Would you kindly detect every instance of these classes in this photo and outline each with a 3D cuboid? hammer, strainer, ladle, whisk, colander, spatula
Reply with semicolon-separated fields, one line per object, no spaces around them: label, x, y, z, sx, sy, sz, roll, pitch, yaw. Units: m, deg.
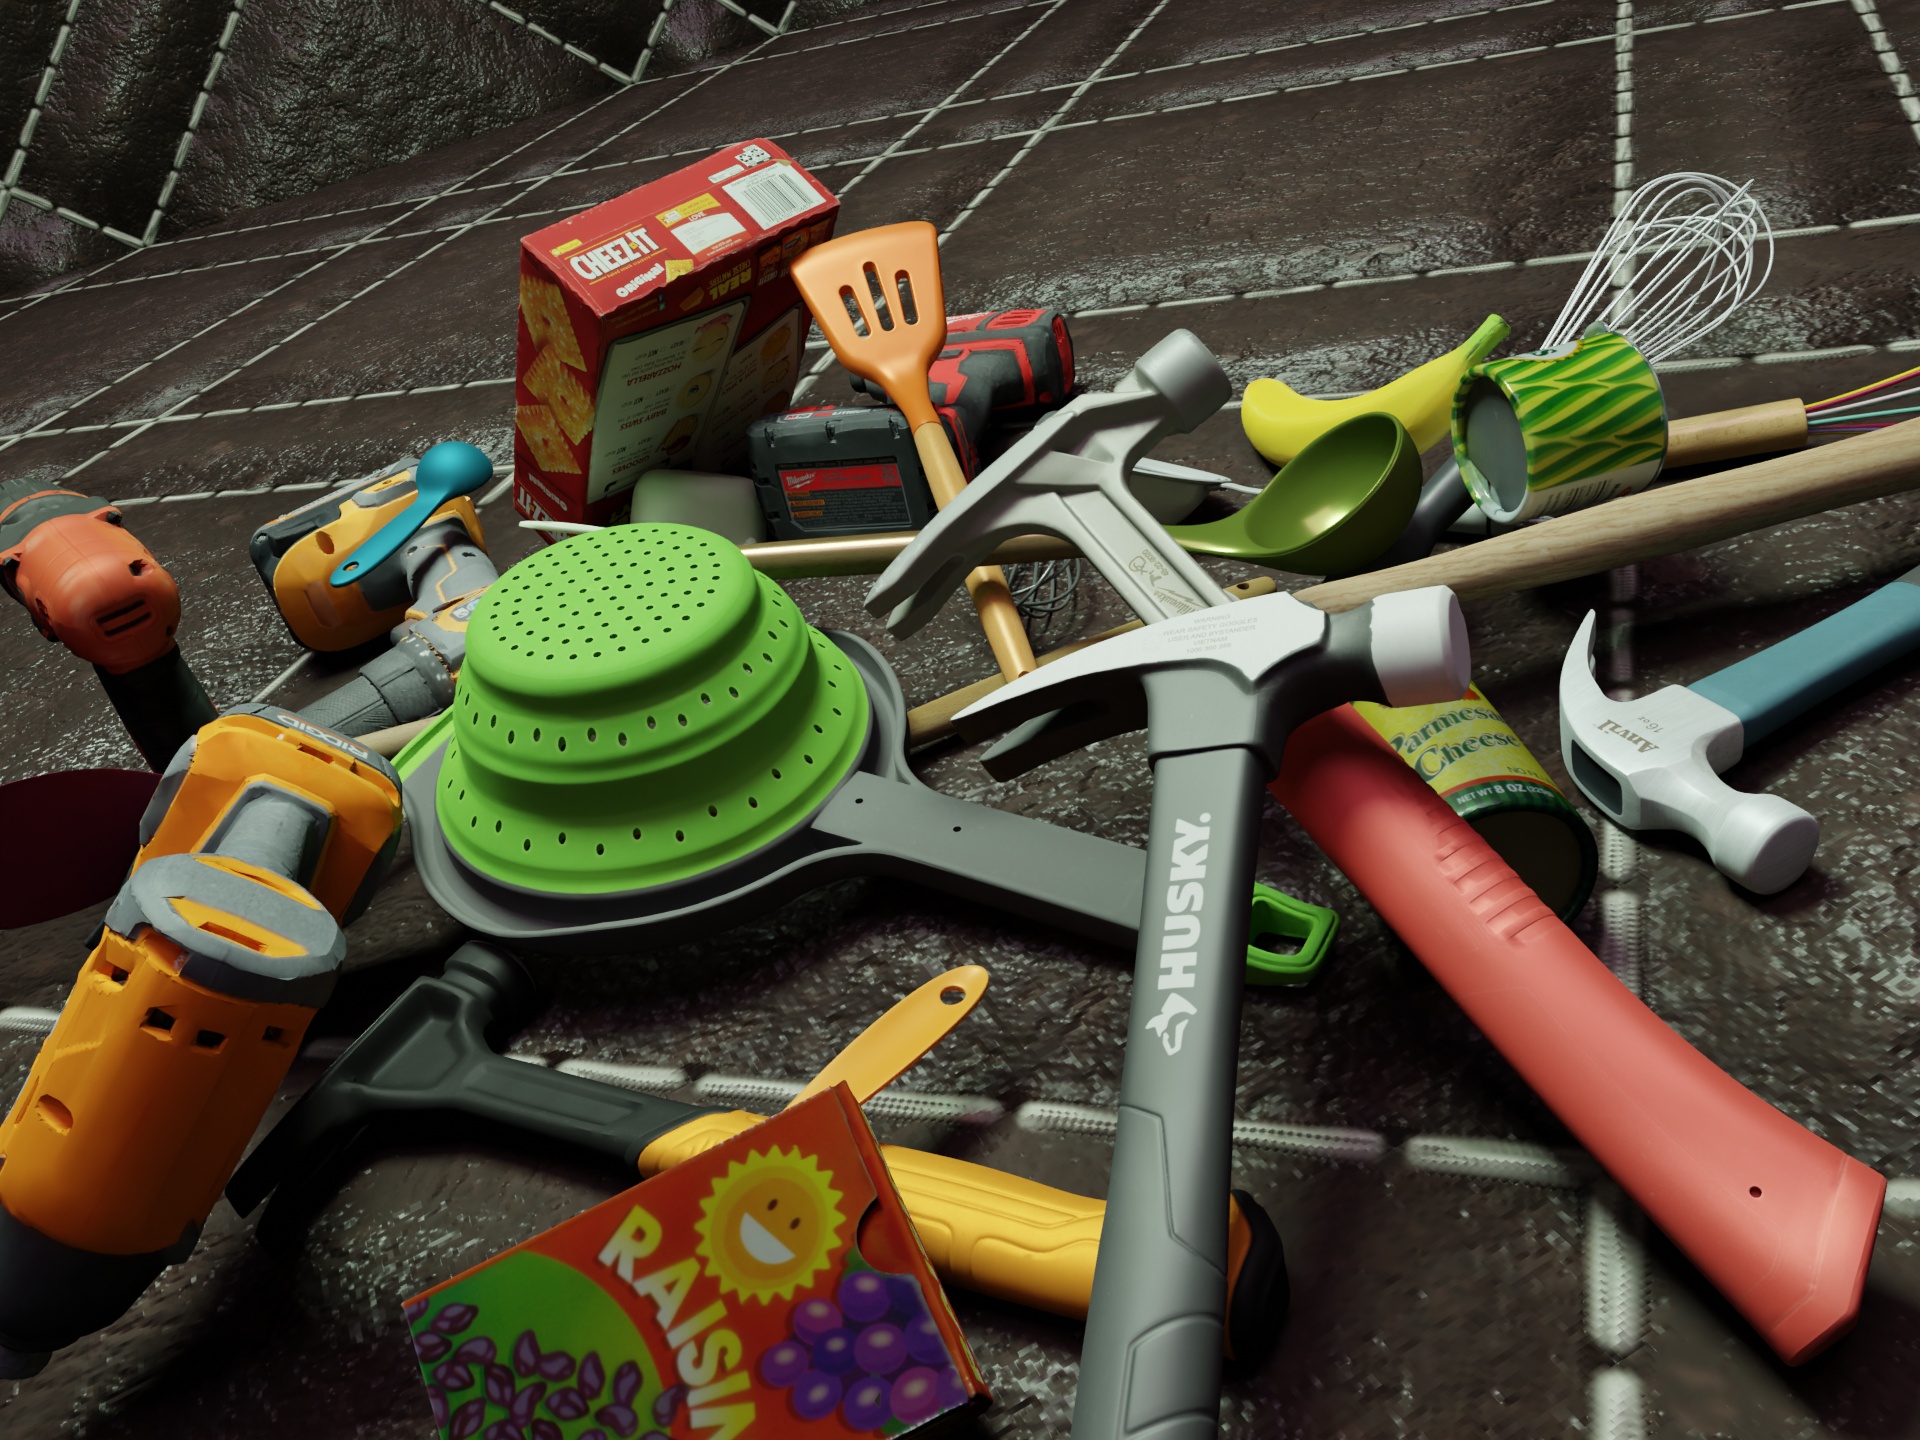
hammer;0.045;0.110;0.380;0.146;0.035;0.335;-8;51;27
hammer;0.361;-0.046;0.581;0.331;0.033;0.128;-25;34;-15
strainer;0.150;-0.107;0.762;0.258;0.050;0.087;10;13;27
hammer;0.108;0.027;0.468;0.149;0.036;0.359;-40;54;6
ladle;0.030;-0.085;0.669;0.320;0.062;0.078;-3;34;7
whisk;0.040;-0.114;0.818;0.055;0.055;0.239;-8;29;13
hammer;0.229;-0.065;0.607;0.331;0.031;0.130;-15;-4;-1
whisk;0.396;-0.140;0.704;0.245;0.047;0.051;-8;34;18
colander;-0.056;0.005;0.584;0.397;0.094;0.204;14;43;27
whisk;0.252;-0.140;0.698;0.284;0.070;0.070;-44;37;-8
spatula;-0.011;-0.126;0.748;0.081;0.041;0.323;-16;50;-4
hammer;-0.068;0.139;0.481;0.337;0.034;0.127;5;36;29
ladle;-0.001;-0.002;0.681;0.315;0.031;0.069;-22;36;-13

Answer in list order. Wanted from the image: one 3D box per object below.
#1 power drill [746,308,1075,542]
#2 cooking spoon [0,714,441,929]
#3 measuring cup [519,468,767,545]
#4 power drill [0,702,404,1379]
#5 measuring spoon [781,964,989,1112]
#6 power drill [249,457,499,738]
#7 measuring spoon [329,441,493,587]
power drill;-0.029;-0.176;0.920;0.143;0.078;0.220;0;32;23
cooking spoon;-0.273;0.021;0.672;0.017;0.068;0.319;34;33;28
measuring cup;-0.168;-0.116;0.845;0.083;0.038;0.167;13;10;30
power drill;-0.257;0.095;0.528;0.164;0.084;0.227;-59;20;8
measuring spoon;-0.030;0.109;0.474;0.021;0.011;0.117;22;42;35
power drill;-0.297;-0.052;0.841;0.185;0.084;0.226;-34;41;-27
measuring spoon;-0.292;-0.113;0.835;0.042;0.021;0.129;7;41;19
